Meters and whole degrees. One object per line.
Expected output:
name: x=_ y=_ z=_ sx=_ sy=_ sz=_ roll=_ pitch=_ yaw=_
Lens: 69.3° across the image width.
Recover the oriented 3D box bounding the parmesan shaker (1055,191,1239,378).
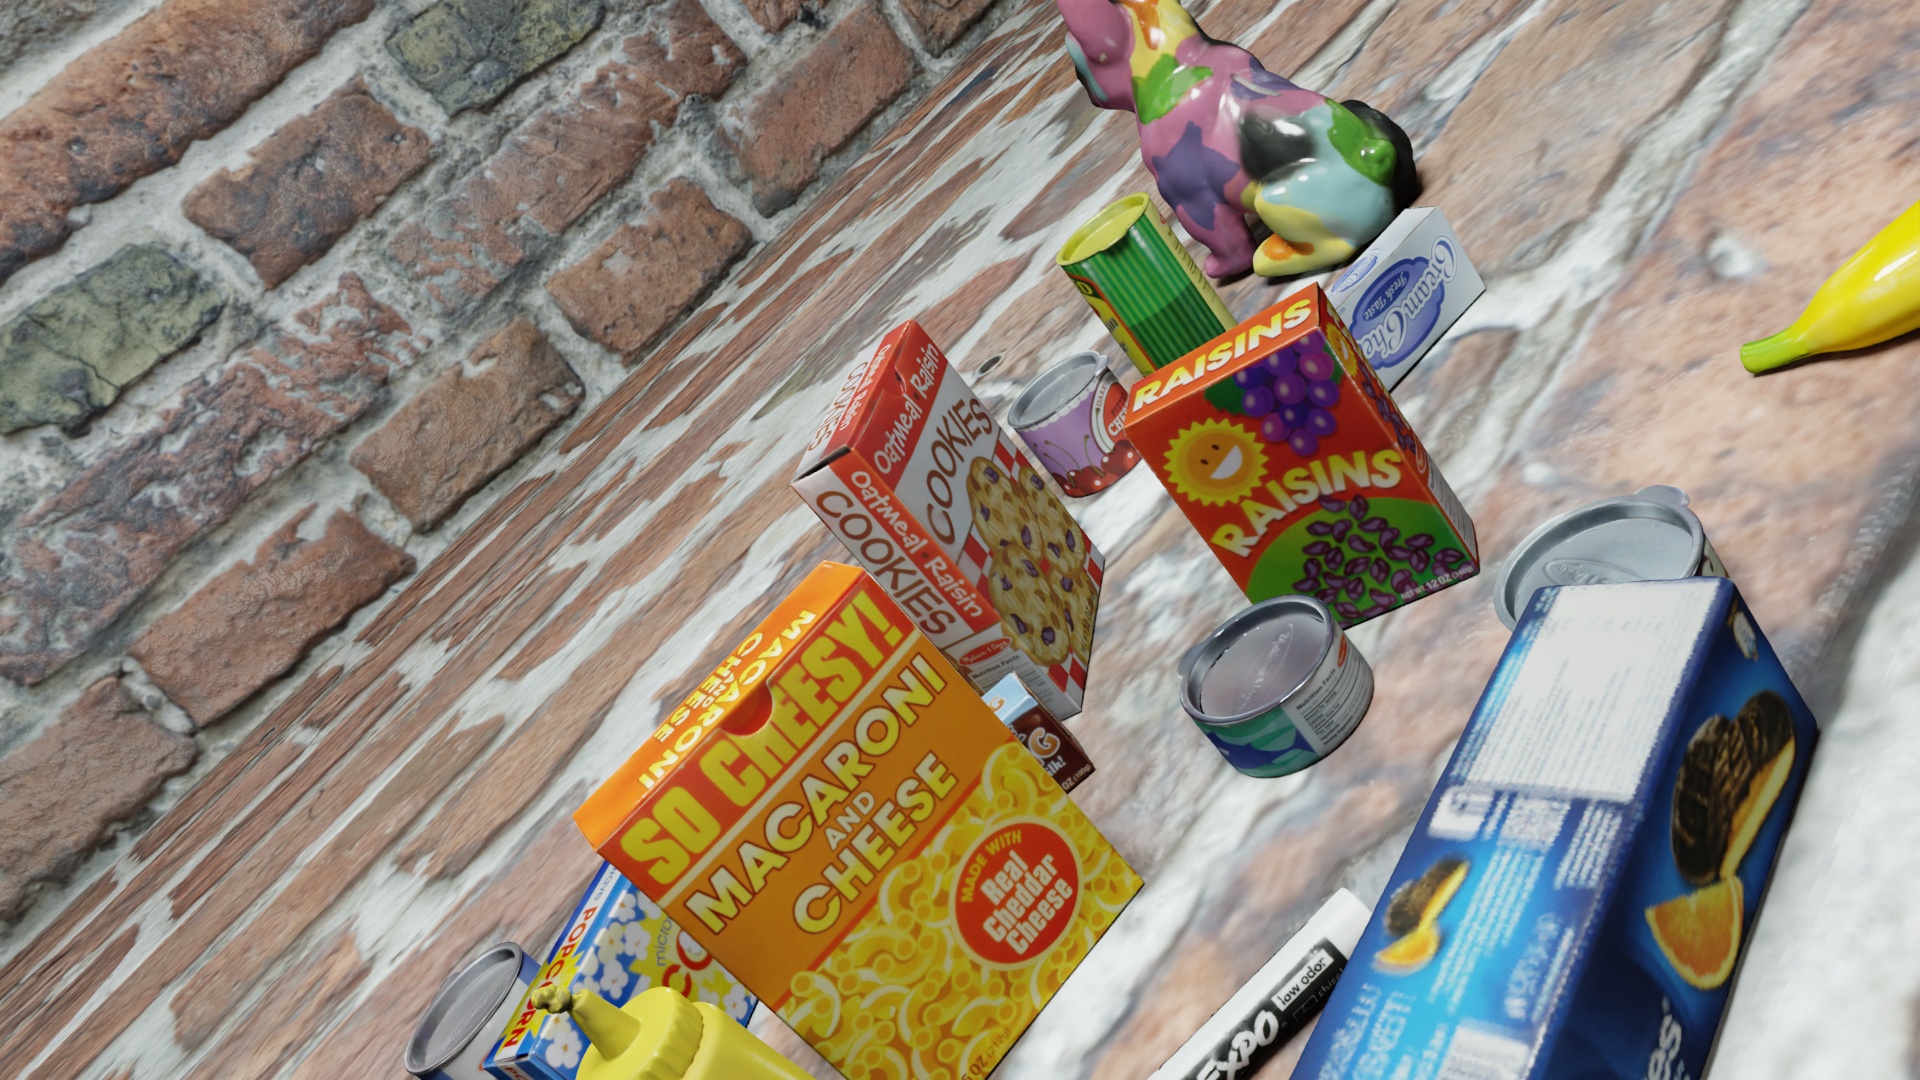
parmesan shaker: x=0.114 y=-0.146 z=0.831 sx=0.071 sy=0.103 sz=0.071 roll=-34 pitch=22 yaw=16

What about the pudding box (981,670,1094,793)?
pudding box: x=0.009 y=0.102 z=0.592 sx=0.084 sy=0.049 sz=0.030 roll=-40 pitch=21 yaw=-1

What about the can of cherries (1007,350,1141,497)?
can of cherries: x=0.072 y=-0.068 z=0.808 sx=0.071 sy=0.058 sz=0.072 roll=-34 pitch=22 yaw=16

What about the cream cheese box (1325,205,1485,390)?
cream cheese box: x=0.206 y=-0.110 z=0.677 sx=0.104 sy=0.053 sz=0.024 roll=-45 pitch=22 yaw=-13

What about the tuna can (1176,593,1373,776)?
tuna can: x=0.118 y=0.055 z=0.528 sx=0.071 sy=0.032 sz=0.071 roll=-34 pitch=22 yaw=16

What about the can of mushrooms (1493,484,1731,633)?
can of mushrooms: x=0.212 y=0.017 z=0.446 sx=0.071 sy=0.033 sz=0.071 roll=-34 pitch=22 yaw=16

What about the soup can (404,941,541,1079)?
soup can: x=-0.194 y=0.232 z=0.623 sx=0.071 sy=0.083 sz=0.072 roll=-34 pitch=22 yaw=16

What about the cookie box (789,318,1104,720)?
cookie box: x=0.002 y=-0.008 z=0.656 sx=0.040 sy=0.167 sz=0.123 roll=-29 pitch=24 yaw=28

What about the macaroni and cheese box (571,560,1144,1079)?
macaroni and cheese box: x=-0.029 y=0.108 z=0.482 sx=0.124 sy=0.166 sz=0.040 roll=-47 pitch=22 yaw=-17

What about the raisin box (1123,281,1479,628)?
raisin box: x=0.132 y=-0.026 z=0.538 sx=0.086 sy=0.123 sz=0.040 roll=-28 pitch=25 yaw=29

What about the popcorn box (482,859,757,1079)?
popcorn box: x=-0.134 y=0.193 z=0.598 sx=0.038 sy=0.085 sz=0.127 roll=-25 pitch=26 yaw=35

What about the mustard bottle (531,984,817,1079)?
mustard bottle: x=-0.065 y=0.178 z=0.413 sx=0.065 sy=0.160 sz=0.049 roll=-19 pitch=30 yaw=43
